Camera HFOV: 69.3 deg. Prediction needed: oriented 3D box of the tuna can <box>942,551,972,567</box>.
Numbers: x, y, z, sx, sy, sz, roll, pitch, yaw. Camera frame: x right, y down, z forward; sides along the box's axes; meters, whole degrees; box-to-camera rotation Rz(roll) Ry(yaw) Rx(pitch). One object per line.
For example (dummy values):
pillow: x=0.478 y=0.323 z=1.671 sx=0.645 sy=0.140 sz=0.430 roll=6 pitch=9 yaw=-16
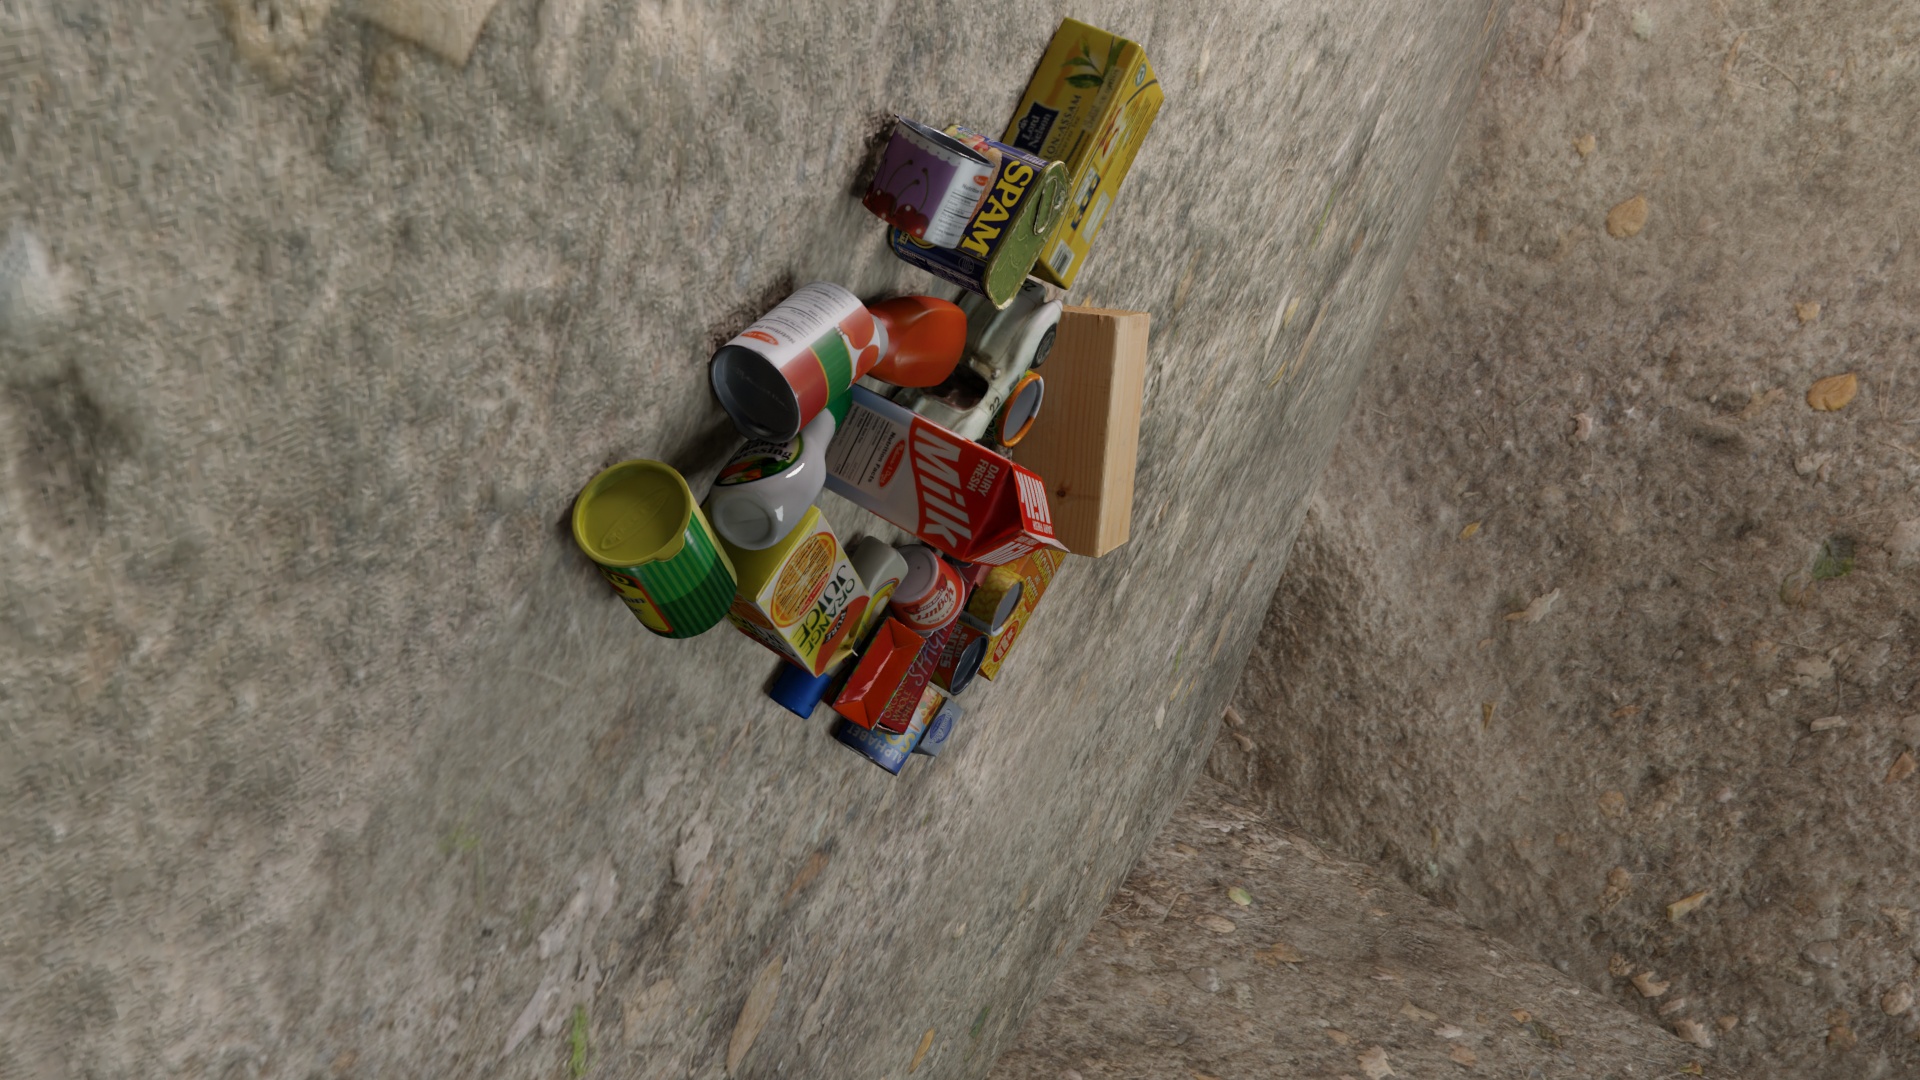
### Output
tuna can: x=0.004 y=-0.015 z=1.199 sx=0.071 sy=0.071 sz=0.032 roll=-58 pitch=159 yaw=-10

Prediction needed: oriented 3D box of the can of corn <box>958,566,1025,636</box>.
can of corn: x=0.024 y=0.050 z=1.346 sx=0.071 sy=0.058 sz=0.070 roll=-51 pitch=158 yaw=-30

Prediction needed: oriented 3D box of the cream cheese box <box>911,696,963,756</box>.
cream cheese box: x=-0.039 y=0.176 z=1.326 sx=0.053 sy=0.024 sz=0.103 roll=-57 pitch=-162 yaw=-18

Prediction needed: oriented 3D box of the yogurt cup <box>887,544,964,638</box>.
yogurt cup: x=-0.036 y=0.038 z=1.178 sx=0.072 sy=0.072 sz=0.053 roll=-58 pitch=152 yaw=-12

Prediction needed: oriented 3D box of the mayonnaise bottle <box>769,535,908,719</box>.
mayonnaise bottle: x=-0.096 y=0.070 z=1.099 sx=0.148 sy=0.041 sz=0.064 roll=-58 pitch=165 yaw=-13

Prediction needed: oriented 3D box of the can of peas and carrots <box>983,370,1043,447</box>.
can of peas and carrots: x=0.026 y=-0.115 z=1.136 sx=0.071 sy=0.059 sz=0.070 roll=-50 pitch=156 yaw=-31

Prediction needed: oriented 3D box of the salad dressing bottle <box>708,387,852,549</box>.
salad dressing bottle: x=-0.106 y=-0.054 z=0.856 sx=0.148 sy=0.064 sz=0.043 roll=-67 pitch=142 yaw=-51

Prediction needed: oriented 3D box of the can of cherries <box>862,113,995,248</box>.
can of cherries: x=-0.022 y=-0.223 z=0.864 sx=0.058 sy=0.071 sz=0.072 roll=-63 pitch=161 yaw=20

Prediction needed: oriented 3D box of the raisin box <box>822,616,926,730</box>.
raisin box: x=-0.074 y=0.108 z=1.138 sx=0.086 sy=0.040 sz=0.123 roll=-59 pitch=-174 yaw=-8

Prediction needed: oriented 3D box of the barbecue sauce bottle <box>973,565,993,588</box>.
barbecue sauce bottle: x=0.042 y=-0.025 z=1.309 sx=0.149 sy=0.043 sz=0.064 roll=-57 pitch=-177 yaw=-14

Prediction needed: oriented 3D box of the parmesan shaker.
parmesan shaker: x=-0.170 y=0.009 z=0.792 sx=0.071 sy=0.071 sz=0.102 roll=-55 pitch=159 yaw=-20

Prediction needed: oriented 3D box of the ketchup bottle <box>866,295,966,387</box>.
ketchup bottle: x=-0.047 y=-0.136 z=0.949 sx=0.149 sy=0.043 sz=0.064 roll=-15 pitch=129 yaw=-64

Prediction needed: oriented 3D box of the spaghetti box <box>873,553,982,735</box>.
spaghetti box: x=-0.017 y=0.056 z=1.227 sx=0.250 sy=0.028 sz=0.050 roll=-65 pitch=-168 yaw=-14

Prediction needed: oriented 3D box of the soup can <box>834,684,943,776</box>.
soup can: x=-0.064 y=0.161 z=1.259 sx=0.084 sy=0.071 sz=0.071 roll=-59 pitch=160 yaw=-12

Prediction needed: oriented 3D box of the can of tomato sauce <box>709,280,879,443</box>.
can of tomato sauce: x=-0.097 y=-0.106 z=0.829 sx=0.083 sy=0.071 sz=0.070 roll=-47 pitch=155 yaw=-38

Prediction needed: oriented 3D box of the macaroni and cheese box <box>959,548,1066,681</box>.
macaroni and cheese box: x=0.050 y=0.054 z=1.444 sx=0.167 sy=0.040 sz=0.123 roll=-58 pitch=161 yaw=-11

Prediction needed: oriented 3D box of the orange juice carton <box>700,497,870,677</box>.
orange juice carton: x=-0.119 y=0.032 z=0.947 sx=0.073 sy=0.072 sz=0.192 roll=-56 pitch=159 yaw=-15

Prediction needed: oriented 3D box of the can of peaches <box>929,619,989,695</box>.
can of peaches: x=-0.015 y=0.104 z=1.323 sx=0.071 sy=0.058 sz=0.071 roll=-49 pitch=156 yaw=-30

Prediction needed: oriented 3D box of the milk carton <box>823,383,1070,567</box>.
milk carton: x=-0.016 y=-0.038 z=0.934 sx=0.073 sy=0.191 sz=0.072 roll=-63 pitch=160 yaw=4
